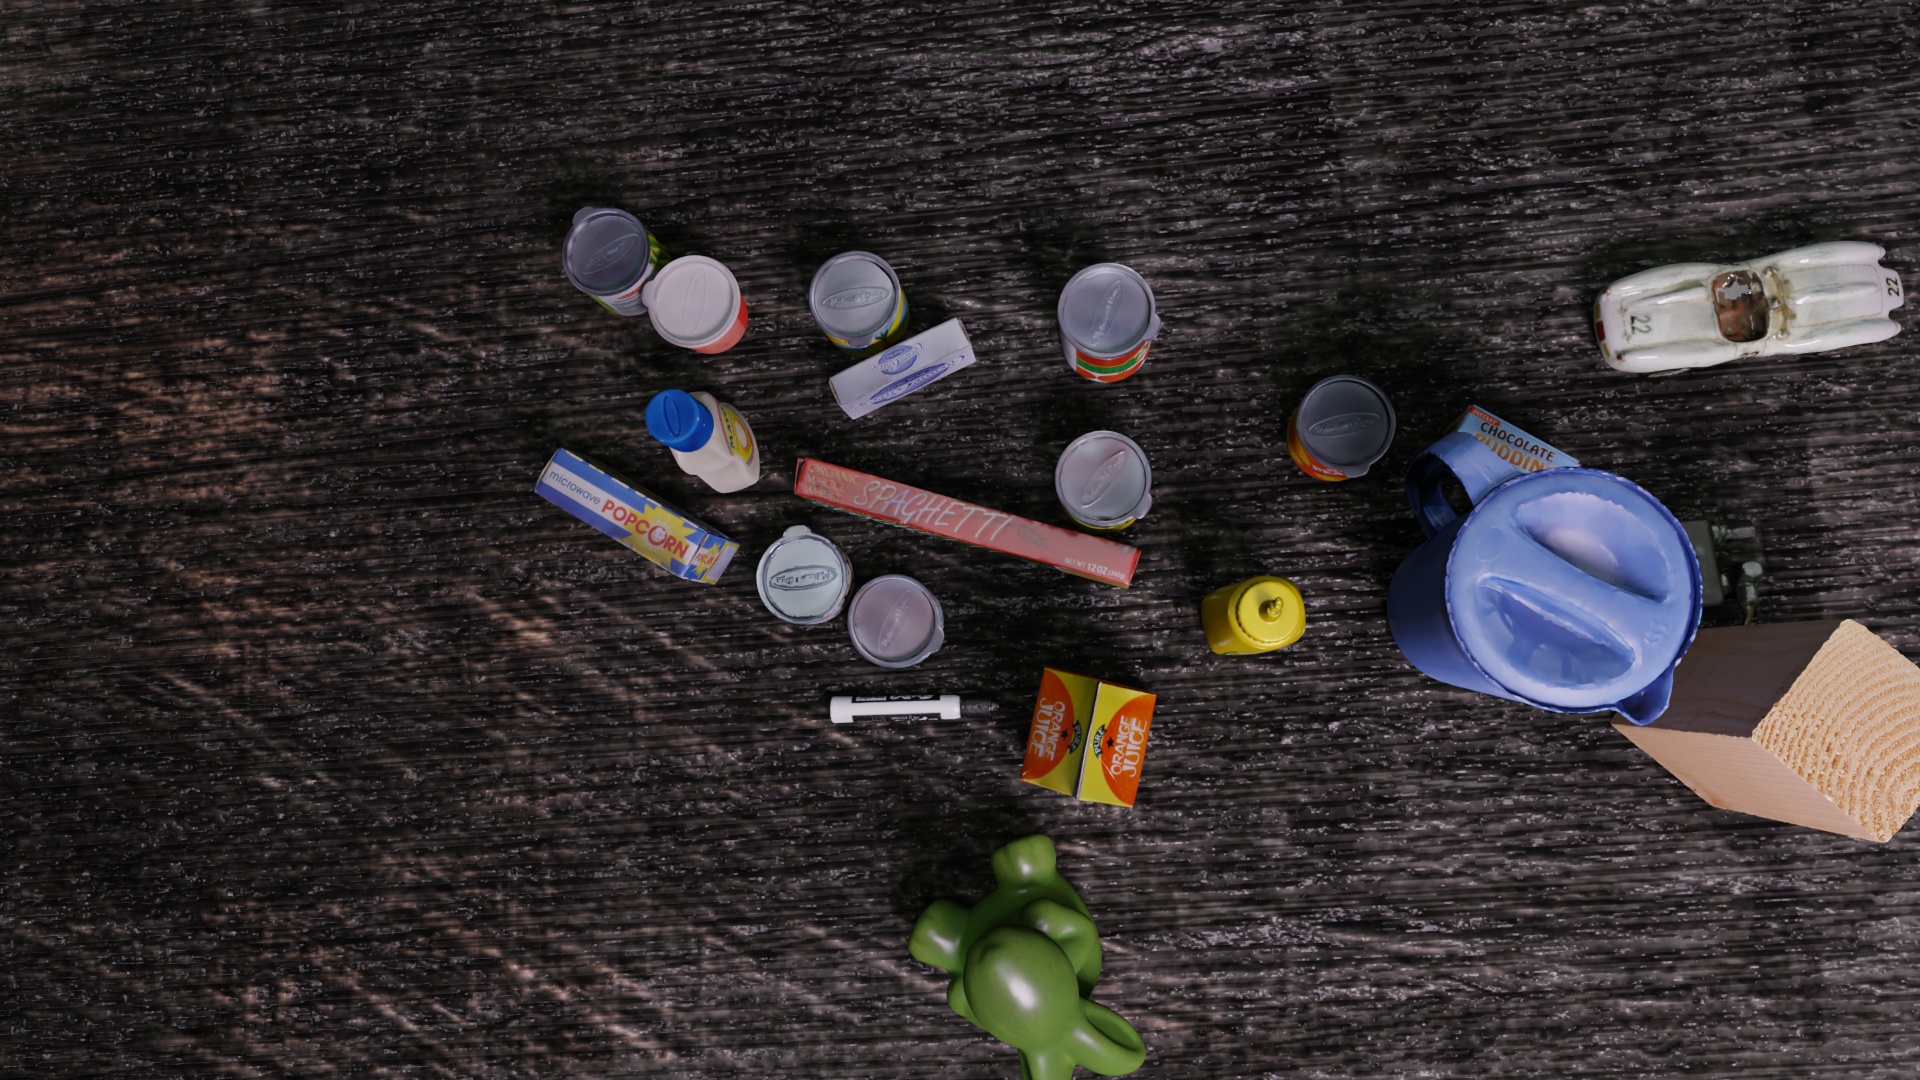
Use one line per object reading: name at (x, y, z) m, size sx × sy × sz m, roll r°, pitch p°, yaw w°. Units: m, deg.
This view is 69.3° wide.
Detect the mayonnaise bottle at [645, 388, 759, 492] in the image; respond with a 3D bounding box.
mayonnaise bottle at (-0.178, -0.073, 0.963) m, size 0.041 × 0.148 × 0.065 m, roll -17°, pitch 83°, yaw 4°

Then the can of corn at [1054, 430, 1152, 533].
can of corn at (0.102, -0.038, 0.978) m, size 0.071 × 0.058 × 0.071 m, roll -1°, pitch 84°, yaw 5°

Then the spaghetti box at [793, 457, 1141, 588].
spaghetti box at (0.004, -0.012, 0.989) m, size 0.250 × 0.050 × 0.028 m, roll 15°, pitch 86°, yaw 7°

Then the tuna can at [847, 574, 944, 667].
tuna can at (-0.043, 0.059, 0.994) m, size 0.071 × 0.033 × 0.071 m, roll -1°, pitch 84°, yaw 5°

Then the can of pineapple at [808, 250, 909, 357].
can of pineapple at (-0.073, -0.169, 1.009) m, size 0.071 × 0.058 × 0.071 m, roll -1°, pitch 84°, yaw 5°

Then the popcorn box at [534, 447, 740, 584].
popcorn box at (-0.229, -0.016, 0.993) m, size 0.127 × 0.085 × 0.038 m, roll 29°, pitch 88°, yaw 8°

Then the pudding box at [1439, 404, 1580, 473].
pudding box at (0.377, -0.059, 0.959) m, size 0.084 × 0.049 × 0.030 m, roll 31°, pitch 88°, yaw 8°

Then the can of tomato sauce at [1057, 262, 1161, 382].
can of tomato sauce at (0.105, -0.151, 0.977) m, size 0.071 × 0.083 × 0.071 m, roll -1°, pitch 84°, yaw 5°

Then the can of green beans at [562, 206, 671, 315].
can of green beans at (-0.253, -0.206, 1.030) m, size 0.071 × 0.058 × 0.071 m, roll -1°, pitch 84°, yaw 5°

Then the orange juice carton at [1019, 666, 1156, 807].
orange juice carton at (0.083, 0.124, 0.895) m, size 0.073 × 0.192 × 0.072 m, roll 13°, pitch 86°, yaw 7°

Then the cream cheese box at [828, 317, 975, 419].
cream cheese box at (-0.041, -0.124, 1.003) m, size 0.104 × 0.053 × 0.024 m, roll -25°, pitch 83°, yaw 2°

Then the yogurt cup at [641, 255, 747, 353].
yogurt cup at (-0.190, -0.170, 1.022) m, size 0.072 × 0.054 × 0.072 m, roll -1°, pitch 84°, yaw 5°

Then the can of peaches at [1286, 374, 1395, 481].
can of peaches at (0.264, -0.075, 0.967) m, size 0.071 × 0.058 × 0.071 m, roll -1°, pitch 84°, yaw 5°

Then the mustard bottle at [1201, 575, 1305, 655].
mustard bottle at (0.195, 0.049, 0.908) m, size 0.065 × 0.160 × 0.049 m, roll -11°, pitch 84°, yaw 4°

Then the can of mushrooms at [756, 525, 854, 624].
can of mushrooms at (-0.111, 0.025, 1.004) m, size 0.071 × 0.033 × 0.071 m, roll -1°, pitch 84°, yaw 5°
